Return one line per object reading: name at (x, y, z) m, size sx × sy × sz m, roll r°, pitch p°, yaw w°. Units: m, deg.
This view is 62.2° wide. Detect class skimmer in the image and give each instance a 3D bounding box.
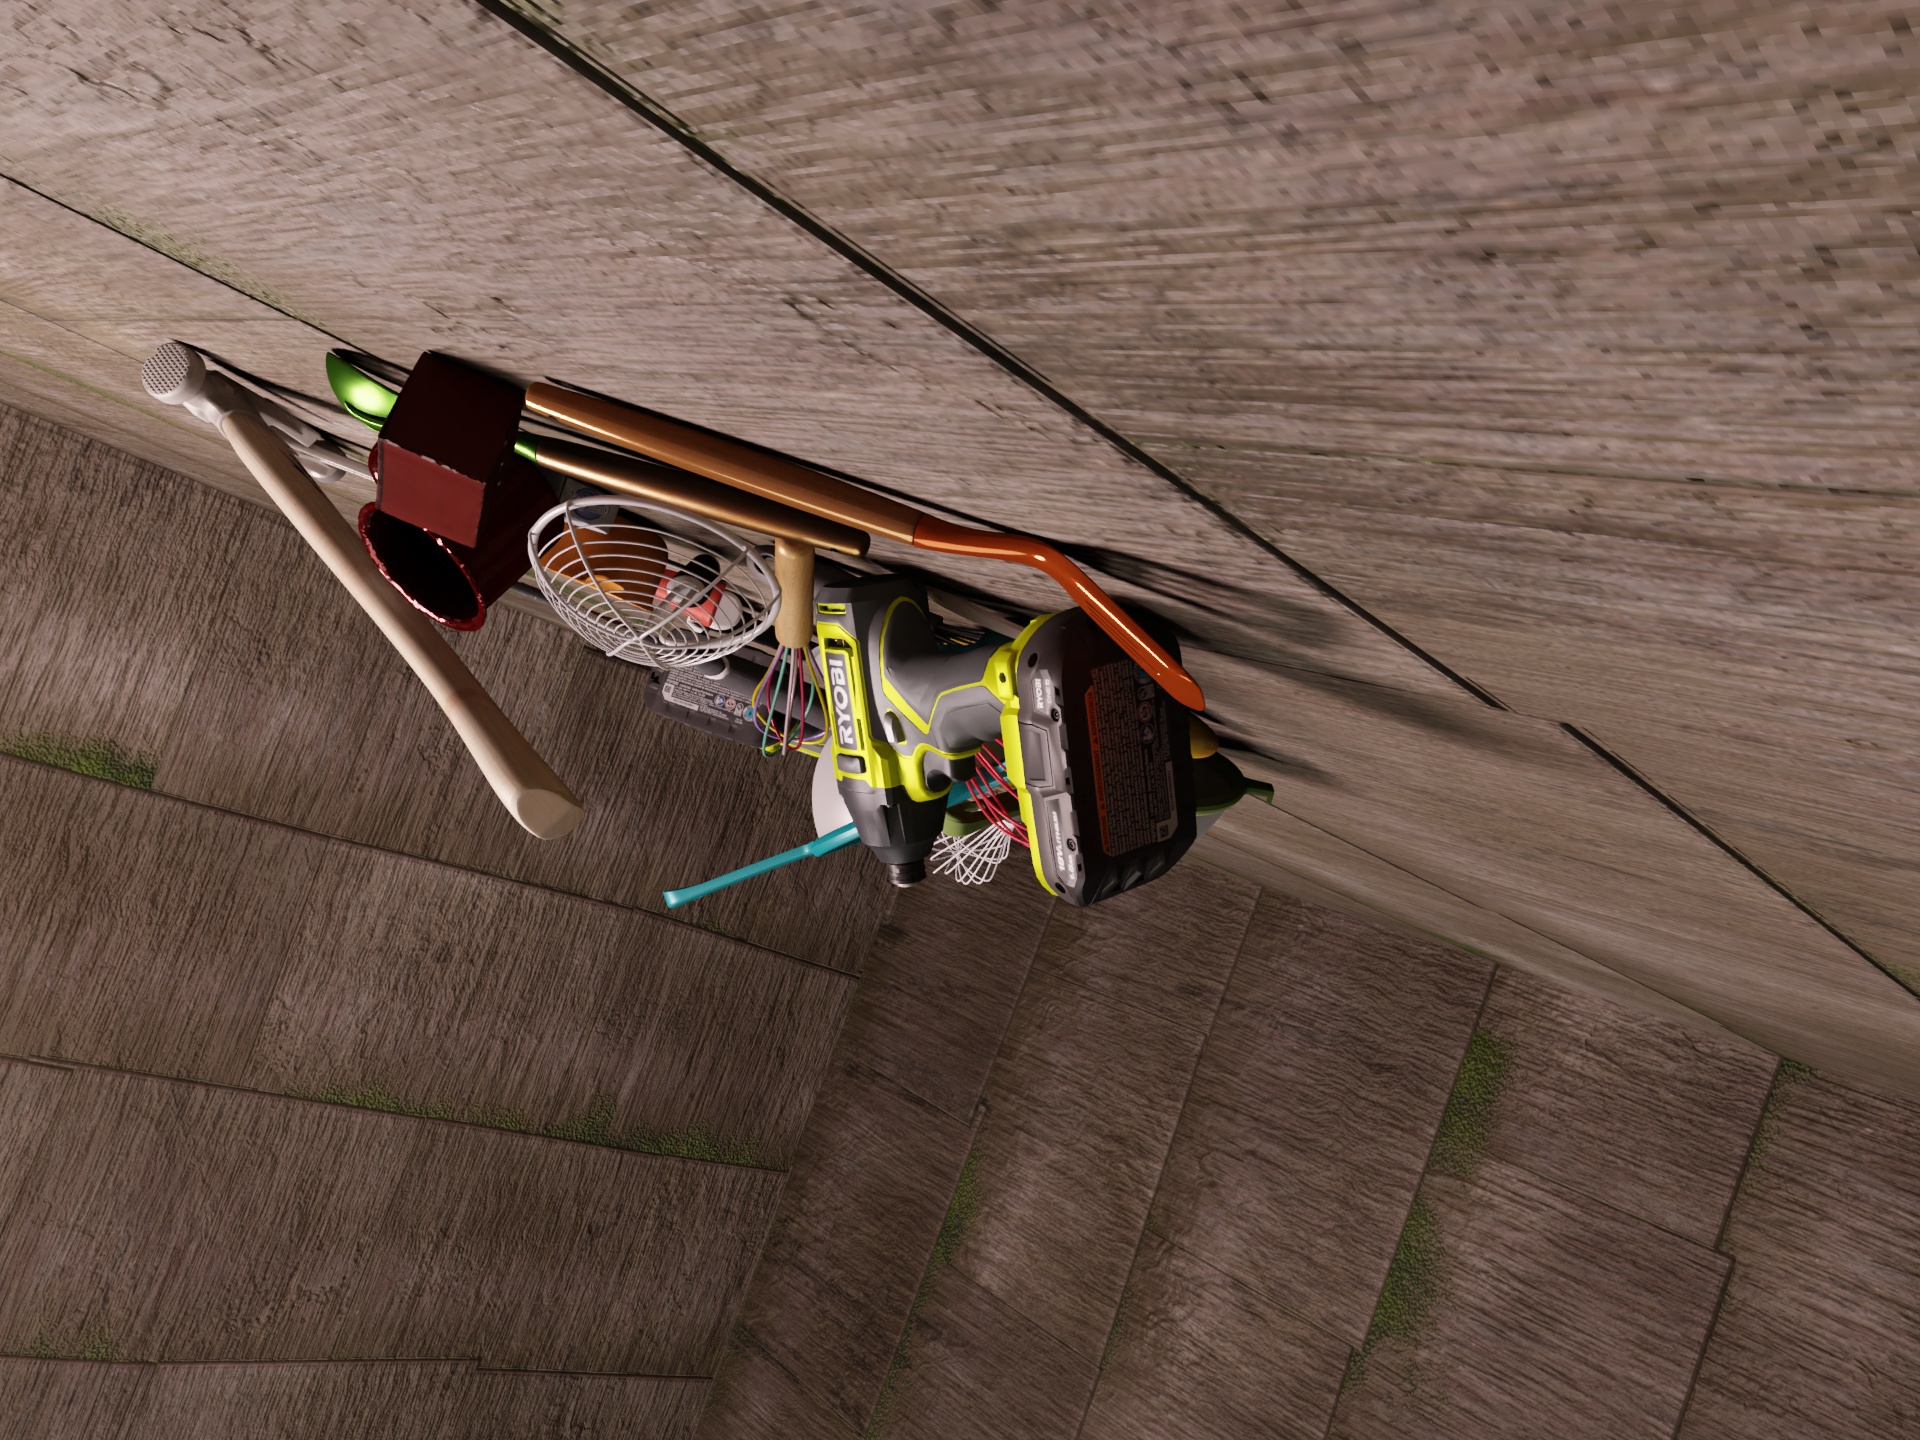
skimmer at (-0.159, -0.095, 0.919) m, size 0.127 × 0.090 × 0.363 m, roll 12°, pitch -169°, yaw -6°

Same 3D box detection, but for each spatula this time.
spatula at (-0.043, -0.080, 0.669) m, size 0.322 × 0.041 × 0.081 m, roll 20°, pitch 177°, yaw 10°

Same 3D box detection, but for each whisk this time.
whisk at (-0.017, -0.047, 0.921) m, size 0.239 × 0.055 × 0.055 m, roll 24°, pitch 176°, yaw 7°
whisk at (-0.102, -0.041, 0.934) m, size 0.047 × 0.051 × 0.244 m, roll 48°, pitch 158°, yaw 17°
whisk at (-0.002, -0.003, 0.999) m, size 0.073 × 0.073 × 0.296 m, roll 25°, pitch -168°, yaw -49°
whisk at (0.032, 0.081, 1.267) m, size 0.070 × 0.070 × 0.284 m, roll 21°, pitch 160°, yaw -9°

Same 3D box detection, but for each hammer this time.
hammer at (-0.367, -0.079, 1.019) m, size 0.411 × 0.038 × 0.146 m, roll 47°, pitch -178°, yaw 18°
hammer at (-0.355, -0.154, 1.220) m, size 0.359 × 0.037 × 0.149 m, roll 21°, pitch 176°, yaw -2°
hammer at (-0.083, -0.040, 1.404) m, size 0.334 × 0.035 × 0.146 m, roll 21°, pitch 175°, yaw -18°
hammer at (-0.184, -0.043, 1.069) m, size 0.408 × 0.036 × 0.149 m, roll 22°, pitch 180°, yaw -10°

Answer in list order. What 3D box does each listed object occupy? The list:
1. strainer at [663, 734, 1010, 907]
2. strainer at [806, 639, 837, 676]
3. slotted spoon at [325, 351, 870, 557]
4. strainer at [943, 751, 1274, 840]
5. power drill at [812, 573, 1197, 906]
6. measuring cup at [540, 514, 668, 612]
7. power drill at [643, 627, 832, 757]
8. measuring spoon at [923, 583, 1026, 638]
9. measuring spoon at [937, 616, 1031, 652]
strainer at (-0.090, 0.047, 1.235) m, size 0.340 × 0.095 × 0.211 m, roll -22°, pitch 176°, yaw 10°
strainer at (-0.075, -0.029, 1.253) m, size 0.087 × 0.050 × 0.258 m, roll -4°, pitch 172°, yaw -4°
slotted spoon at (-0.191, -0.131, 0.810) m, size 0.314 × 0.031 × 0.070 m, roll 18°, pitch 172°, yaw 13°
strainer at (0.080, 0.065, 1.063) m, size 0.256 × 0.069 × 0.152 m, roll -13°, pitch -152°, yaw -43°
power drill at (0.011, 0.015, 0.806) m, size 0.080 × 0.171 × 0.223 m, roll -15°, pitch -166°, yaw -35°
measuring cup at (-0.226, -0.110, 1.026) m, size 0.095 × 0.052 × 0.174 m, roll 23°, pitch 177°, yaw -20°
power drill at (-0.187, -0.018, 1.415) m, size 0.190 × 0.080 × 0.228 m, roll 18°, pitch 177°, yaw 16°
measuring spoon at (0.023, -0.058, 0.849) m, size 0.124 × 0.018 × 0.034 m, roll 25°, pitch 166°, yaw 39°
measuring spoon at (-0.012, -0.031, 0.887) m, size 0.128 × 0.042 × 0.021 m, roll -5°, pitch -164°, yaw 23°
